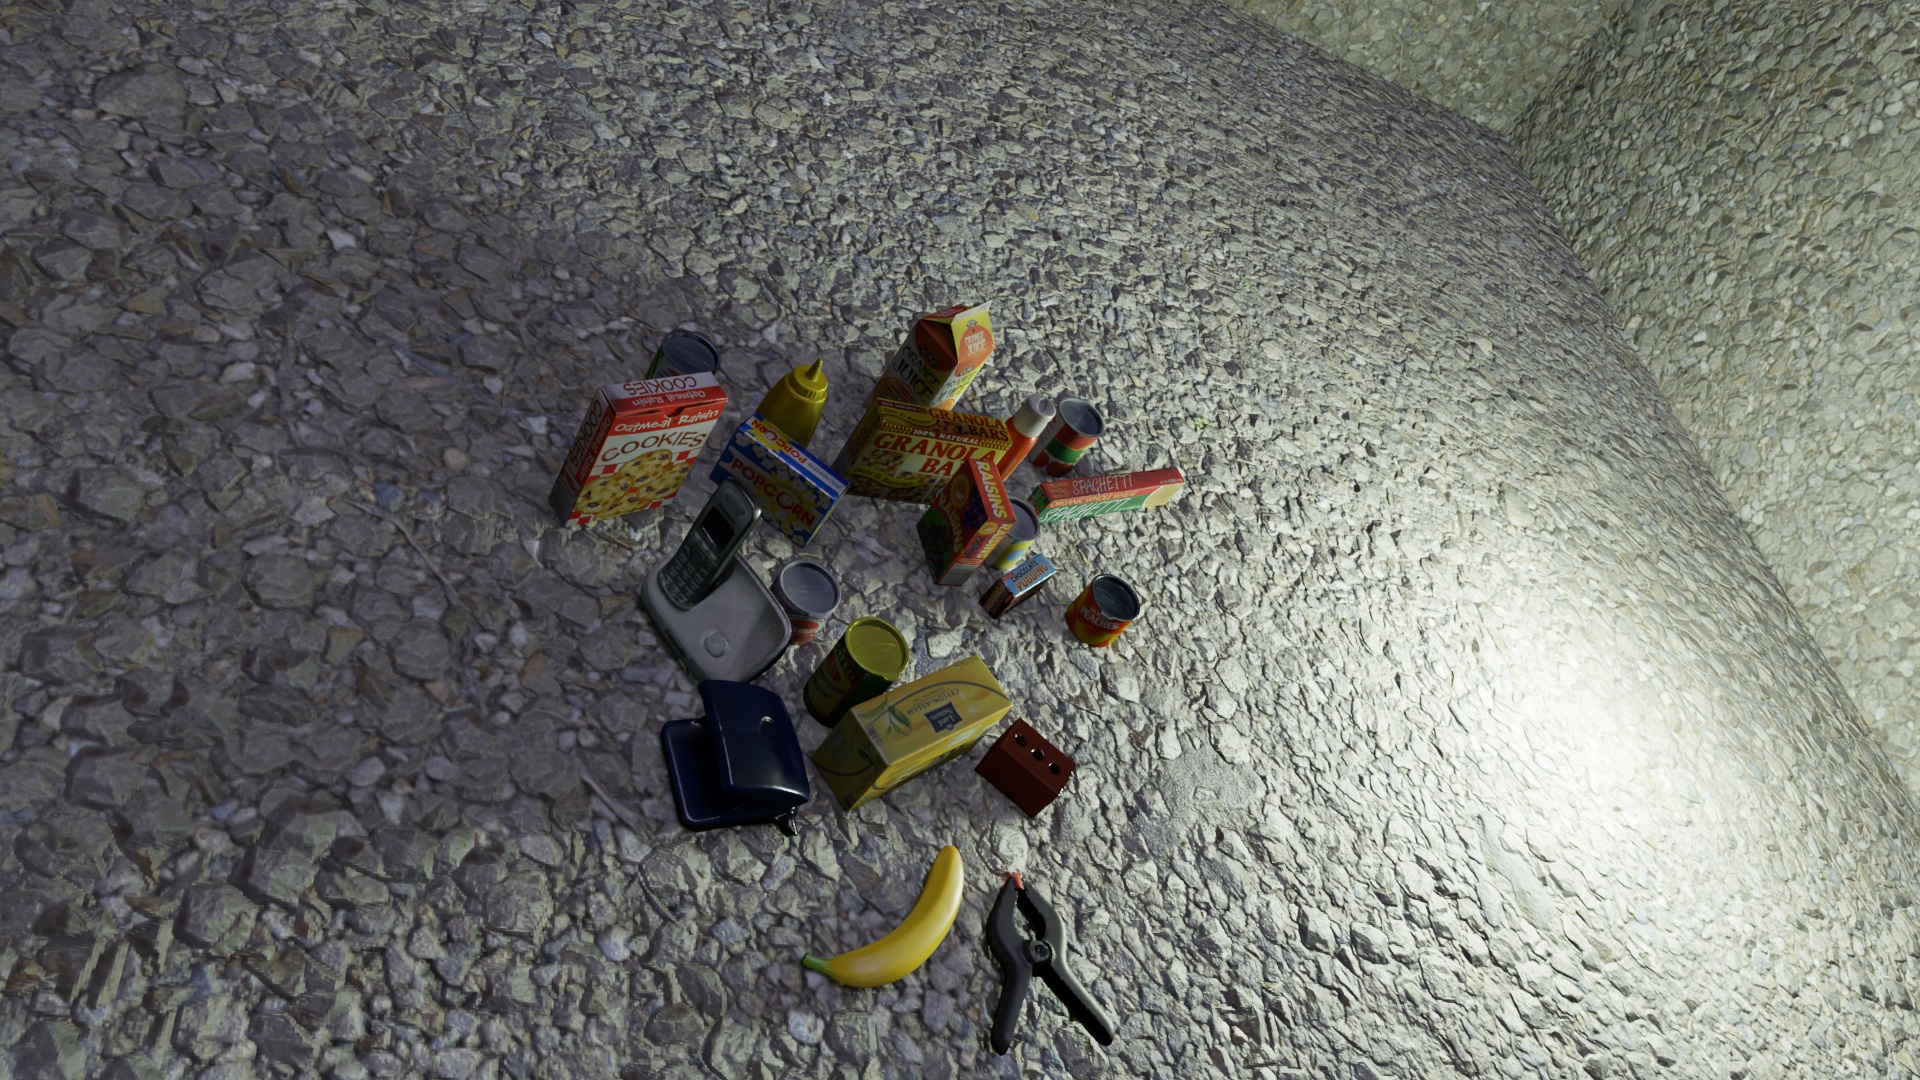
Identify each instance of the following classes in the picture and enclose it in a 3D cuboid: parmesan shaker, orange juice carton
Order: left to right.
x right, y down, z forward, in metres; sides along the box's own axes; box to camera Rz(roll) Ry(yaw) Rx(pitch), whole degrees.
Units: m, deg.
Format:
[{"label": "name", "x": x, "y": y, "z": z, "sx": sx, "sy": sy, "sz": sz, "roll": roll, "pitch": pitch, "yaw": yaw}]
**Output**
[{"label": "parmesan shaker", "x": -0.100, "y": 0.130, "z": 1.324, "sx": 0.071, "sy": 0.102, "sz": 0.072, "roll": 20, "pitch": 44, "yaw": -20}, {"label": "orange juice carton", "x": -0.029, "y": -0.204, "z": 1.610, "sx": 0.073, "sy": 0.191, "sz": 0.072, "roll": 49, "pitch": 42, "yaw": 12}]

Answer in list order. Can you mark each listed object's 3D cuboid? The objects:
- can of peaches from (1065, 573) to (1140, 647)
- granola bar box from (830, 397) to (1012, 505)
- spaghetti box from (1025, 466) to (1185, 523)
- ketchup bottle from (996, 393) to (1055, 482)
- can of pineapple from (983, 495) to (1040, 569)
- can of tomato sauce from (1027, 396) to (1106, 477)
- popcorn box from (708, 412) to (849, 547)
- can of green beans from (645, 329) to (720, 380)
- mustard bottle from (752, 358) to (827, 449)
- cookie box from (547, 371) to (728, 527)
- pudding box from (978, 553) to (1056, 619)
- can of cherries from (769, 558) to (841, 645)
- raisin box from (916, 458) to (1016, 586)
[{"label": "can of peaches", "x": 0.162, "y": 0.082, "z": 1.589, "sx": 0.071, "sy": 0.057, "sz": 0.071, "roll": 20, "pitch": 44, "yaw": -20}, {"label": "granola bar box", "x": -0.045, "y": -0.095, "z": 1.552, "sx": 0.166, "sy": 0.123, "sz": 0.039, "roll": 7, "pitch": 50, "yaw": -31}, {"label": "spaghetti box", "x": 0.181, "y": -0.057, "z": 1.735, "sx": 0.251, "sy": 0.050, "sz": 0.029, "roll": -9, "pitch": 59, "yaw": -40}, {"label": "ketchup bottle", "x": 0.057, "y": -0.110, "z": 1.620, "sx": 0.043, "sy": 0.148, "sz": 0.065, "roll": 32, "pitch": 41, "yaw": -8}, {"label": "can of pineapple", "x": 0.051, "y": -0.009, "z": 1.593, "sx": 0.071, "sy": 0.057, "sz": 0.071, "roll": 20, "pitch": 44, "yaw": -20}, {"label": "can of tomato sauce", "x": 0.132, "y": -0.128, "z": 1.740, "sx": 0.071, "sy": 0.082, "sz": 0.071, "roll": 20, "pitch": 44, "yaw": -20}, {"label": "popcorn box", "x": -0.189, "y": -0.062, "z": 1.448, "sx": 0.127, "sy": 0.084, "sz": 0.038, "roll": 37, "pitch": 41, "yaw": -1}, {"label": "can of green beans", "x": -0.300, "y": -0.184, "z": 1.501, "sx": 0.071, "sy": 0.057, "sz": 0.071, "roll": 20, "pitch": 44, "yaw": -20}, {"label": "mustard bottle", "x": -0.177, "y": -0.140, "z": 1.471, "sx": 0.065, "sy": 0.159, "sz": 0.049, "roll": 12, "pitch": 47, "yaw": -27}, {"label": "cookie box", "x": -0.307, "y": -0.086, "z": 1.323, "sx": 0.123, "sy": 0.166, "sz": 0.040, "roll": -16, "pitch": 64, "yaw": -43}, {"label": "pudding box", "x": 0.064, "y": 0.051, "z": 1.554, "sx": 0.030, "sy": 0.049, "sz": 0.084, "roll": 49, "pitch": 42, "yaw": 12}, {"label": "can of cherries", "x": -0.160, "y": 0.063, "z": 1.375, "sx": 0.071, "sy": 0.058, "sz": 0.072, "roll": 20, "pitch": 44, "yaw": -20}, {"label": "raisin box", "x": 0.005, "y": -0.019, "z": 1.519, "sx": 0.040, "sy": 0.122, "sz": 0.086, "roll": 6, "pitch": 50, "yaw": -32}]
